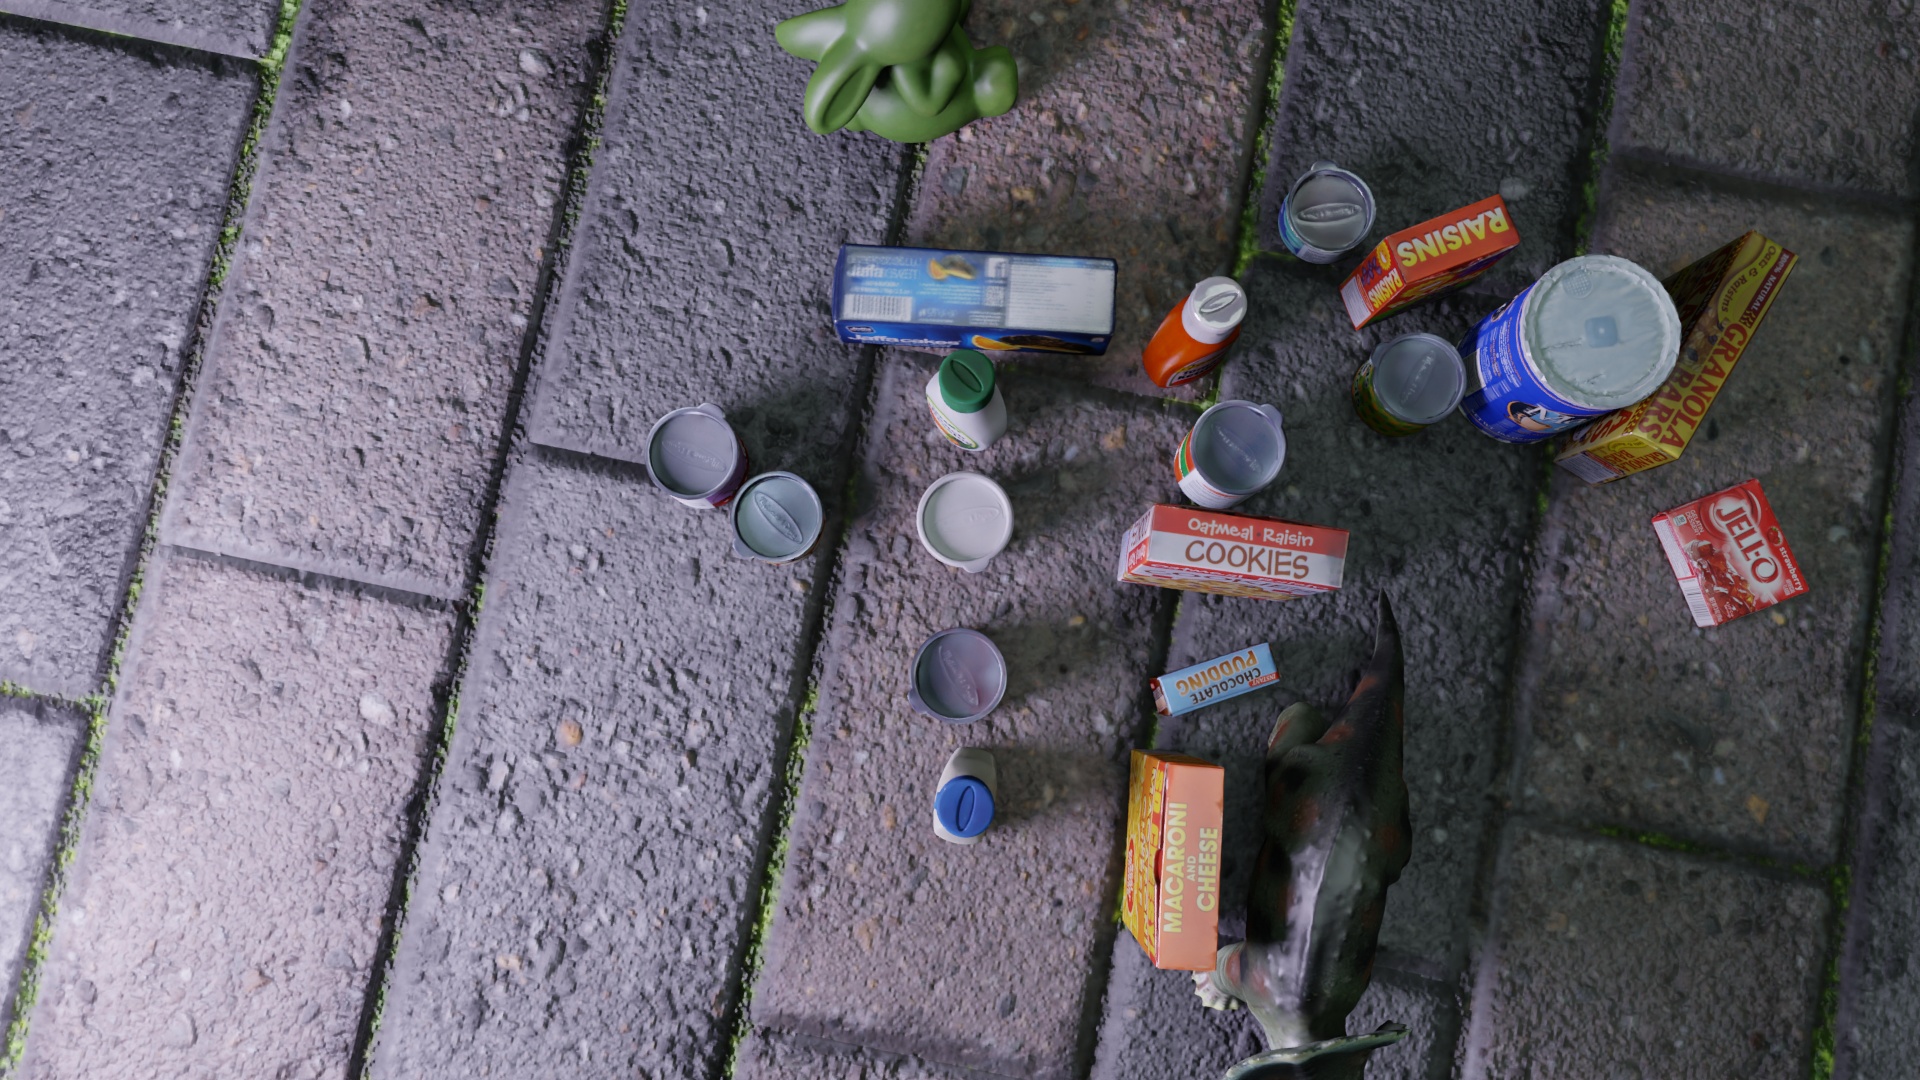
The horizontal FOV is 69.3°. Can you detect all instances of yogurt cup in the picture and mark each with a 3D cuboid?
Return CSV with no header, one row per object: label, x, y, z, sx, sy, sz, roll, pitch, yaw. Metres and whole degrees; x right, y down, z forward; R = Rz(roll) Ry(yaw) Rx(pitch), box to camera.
yogurt cup,0.004,-0.012,0.993,0.072,0.054,0.072,0,84,0

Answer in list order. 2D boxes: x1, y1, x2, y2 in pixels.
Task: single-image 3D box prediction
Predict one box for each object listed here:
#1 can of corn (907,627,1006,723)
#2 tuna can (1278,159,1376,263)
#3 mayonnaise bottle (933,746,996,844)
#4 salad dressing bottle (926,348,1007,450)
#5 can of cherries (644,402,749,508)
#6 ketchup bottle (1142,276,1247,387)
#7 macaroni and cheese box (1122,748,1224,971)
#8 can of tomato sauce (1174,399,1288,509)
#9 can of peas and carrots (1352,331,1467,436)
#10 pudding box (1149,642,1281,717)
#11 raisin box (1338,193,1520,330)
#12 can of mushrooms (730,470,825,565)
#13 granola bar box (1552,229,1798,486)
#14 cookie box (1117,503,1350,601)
can of corn,-0.003,0.097,0.978,0.071,0.058,0.071,0,84,0
tuna can,0.271,-0.243,1.030,0.071,0.033,0.071,0,84,0
mayonnaise bottle,0.004,0.173,0.925,0.041,0.148,0.065,13,84,2
salad dressing bottle,0.004,-0.098,0.956,0.044,0.147,0.064,-43,85,-4
can of cherries,-0.186,-0.060,0.997,0.071,0.058,0.071,0,84,0
ketchup bottle,0.165,-0.145,0.961,0.065,0.148,0.043,-27,85,-2
macaroni and cheese box,0.137,0.204,0.911,0.040,0.166,0.124,4,84,1
can of tomato sauce,0.190,-0.061,0.984,0.071,0.083,0.071,0,84,0
can of peas and carrots,0.320,-0.112,1.002,0.071,0.058,0.071,0,84,0
pudding box,0.179,0.099,0.982,0.084,0.049,0.030,-18,84,-2
raisin box,0.327,-0.193,0.979,0.086,0.123,0.040,-20,84,-2
can of mushrooms,-0.133,-0.014,1.004,0.071,0.033,0.071,0,84,0
granola bar box,0.496,-0.122,0.970,0.039,0.124,0.165,33,85,3
cookie box,0.177,0.010,0.933,0.123,0.167,0.040,7,84,1
